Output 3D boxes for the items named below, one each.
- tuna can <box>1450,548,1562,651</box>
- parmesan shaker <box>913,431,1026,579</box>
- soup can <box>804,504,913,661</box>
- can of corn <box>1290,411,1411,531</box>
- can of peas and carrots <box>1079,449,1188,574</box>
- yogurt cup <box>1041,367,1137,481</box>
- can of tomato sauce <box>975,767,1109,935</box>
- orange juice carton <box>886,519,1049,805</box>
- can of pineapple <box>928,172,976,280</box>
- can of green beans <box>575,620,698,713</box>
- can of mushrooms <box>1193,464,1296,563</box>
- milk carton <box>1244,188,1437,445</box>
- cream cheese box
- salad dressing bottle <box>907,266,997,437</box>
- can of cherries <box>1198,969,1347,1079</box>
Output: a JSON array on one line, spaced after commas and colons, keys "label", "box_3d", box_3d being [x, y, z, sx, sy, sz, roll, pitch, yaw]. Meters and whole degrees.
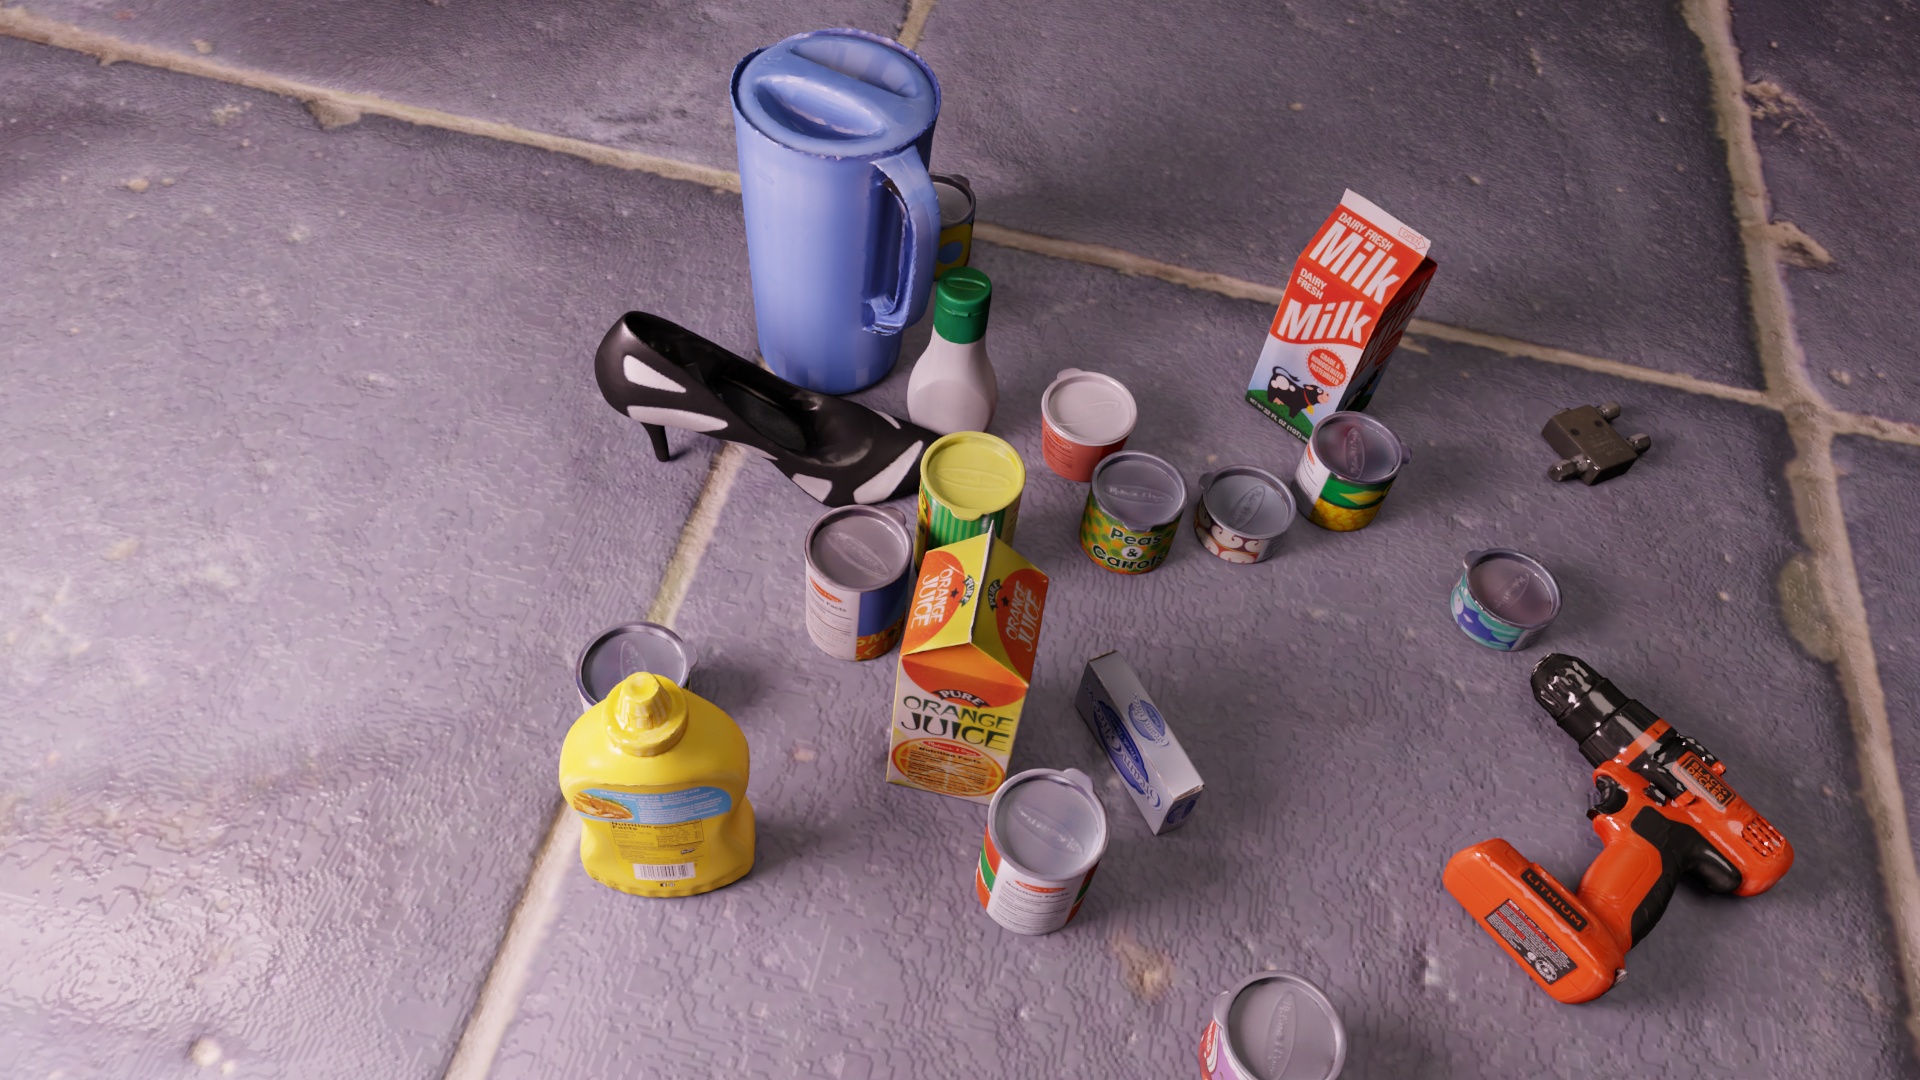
[{"label": "tuna can", "box_3d": [0.371, 0.039, 0.953, 0.071, 0.032, 0.071, 3, 53, -4]}, {"label": "parmesan shaker", "box_3d": [0.003, -0.011, 0.907, 0.071, 0.102, 0.071, 3, 53, -4]}, {"label": "soup can", "box_3d": [-0.064, 0.027, 0.884, 0.071, 0.083, 0.072, 3, 53, -4]}, {"label": "can of corn", "box_3d": [0.278, -0.048, 0.992, 0.071, 0.058, 0.071, 3, 53, -4]}, {"label": "can of peas and carrots", "box_3d": [0.118, -0.017, 0.951, 0.071, 0.058, 0.071, 3, 53, -4]}, {"label": "yogurt cup", "box_3d": [0.089, -0.079, 0.997, 0.072, 0.053, 0.073, 3, 53, -4]}, {"label": "can of tomato sauce", "box_3d": [0.045, 0.175, 0.785, 0.071, 0.082, 0.071, 3, 53, -4]}, {"label": "orange juice carton", "box_3d": [0.004, 0.072, 0.789, 0.073, 0.191, 0.072, 12, 53, 3]}, {"label": "can of pineapple", "box_3d": [-0.021, -0.251, 1.111, 0.071, 0.057, 0.071, 3, 53, -4]}, {"label": "can of green beans", "box_3d": [-0.195, 0.091, 0.838, 0.071, 0.057, 0.071, 3, 53, -4]}, {"label": "can of mushrooms", "box_3d": [0.197, -0.020, 0.978, 0.071, 0.033, 0.071, 3, 53, -4]}, {"label": "milk carton", "box_3d": [0.274, -0.160, 0.993, 0.072, 0.189, 0.074, 40, 59, 21]}, {"label": "cream cheese box", "box_3d": [0.108, 0.123, 0.849, 0.024, 0.053, 0.104, -19, 58, -19]}, {"label": "salad dressing bottle", "box_3d": [-0.003, -0.124, 0.962, 0.064, 0.146, 0.044, 8, 53, 0]}, {"label": "can of cherries", "box_3d": [0.163, 0.270, 0.743, 0.071, 0.058, 0.072, 3, 53, -4]}]
